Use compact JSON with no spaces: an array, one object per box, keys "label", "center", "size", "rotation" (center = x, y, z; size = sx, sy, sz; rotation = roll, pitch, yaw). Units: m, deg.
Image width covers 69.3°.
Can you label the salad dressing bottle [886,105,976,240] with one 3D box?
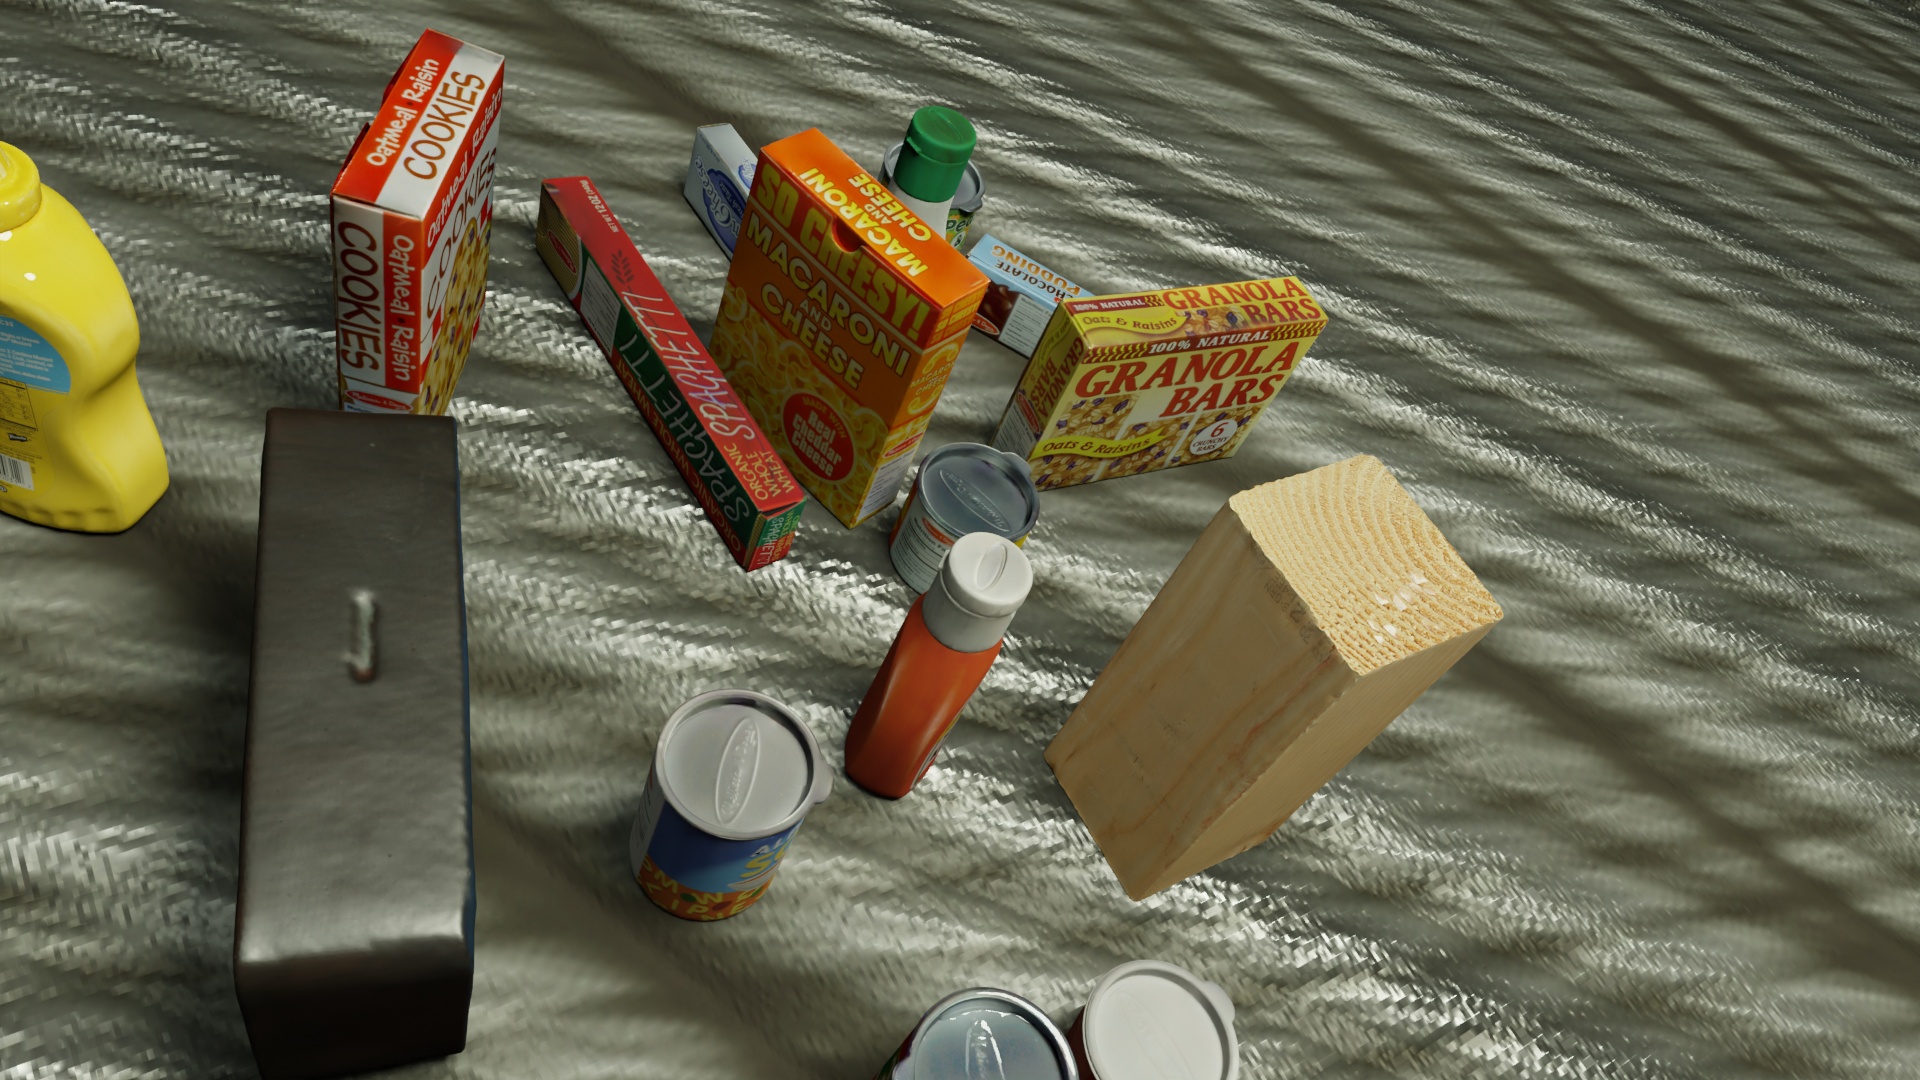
[{"label":"salad dressing bottle","center":[-0.030,-0.176,0.790],"size":[0.044,0.146,0.064],"rotation":[-21,64,-34]}]

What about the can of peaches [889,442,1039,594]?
[{"label":"can of peaches","center":[0.003,-0.009,0.729],"size":[0.071,0.057,0.071],"rotation":[11,50,-14]}]

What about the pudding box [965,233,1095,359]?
[{"label":"pudding box","center":[0.037,-0.146,0.859],"size":[0.084,0.049,0.030],"rotation":[30,48,2]}]

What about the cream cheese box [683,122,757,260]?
[{"label":"cream cheese box","center":[-0.127,-0.194,0.828],"size":[0.024,0.053,0.104],"rotation":[-20,63,-33]}]

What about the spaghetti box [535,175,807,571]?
[{"label":"spaghetti box","center":[-0.158,-0.093,0.736],"size":[0.029,0.050,0.251],"rotation":[-20,63,-34]}]

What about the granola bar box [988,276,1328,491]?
[{"label":"granola bar box","center":[0.110,-0.089,0.793],"size":[0.166,0.123,0.039],"rotation":[-11,58,-29]}]

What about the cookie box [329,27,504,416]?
[{"label":"cookie box","center":[-0.254,-0.131,0.649],"size":[0.040,0.166,0.123],"rotation":[14,49,-12]}]

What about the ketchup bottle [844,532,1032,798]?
[{"label":"ketchup bottle","center":[-0.011,0.054,0.612],"size":[0.043,0.148,0.065],"rotation":[26,48,-1]}]

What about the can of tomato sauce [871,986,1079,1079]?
[{"label":"can of tomato sauce","center":[-0.002,0.218,0.528],"size":[0.071,0.082,0.071],"rotation":[11,50,-14]}]

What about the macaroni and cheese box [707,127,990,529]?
[{"label":"macaroni and cheese box","center":[-0.065,-0.102,0.703],"size":[0.124,0.165,0.040],"rotation":[43,50,14]}]

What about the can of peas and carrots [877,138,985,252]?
[{"label":"can of peas and carrots","center":[-0.022,-0.210,0.880],"size":[0.071,0.058,0.071],"rotation":[11,50,-14]}]

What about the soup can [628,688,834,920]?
[{"label":"soup can","center":[-0.096,0.112,0.574],"size":[0.071,0.083,0.072],"rotation":[11,50,-14]}]

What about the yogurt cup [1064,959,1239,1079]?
[{"label":"yogurt cup","center":[0.074,0.217,0.579],"size":[0.072,0.053,0.073],"rotation":[11,50,-14]}]
